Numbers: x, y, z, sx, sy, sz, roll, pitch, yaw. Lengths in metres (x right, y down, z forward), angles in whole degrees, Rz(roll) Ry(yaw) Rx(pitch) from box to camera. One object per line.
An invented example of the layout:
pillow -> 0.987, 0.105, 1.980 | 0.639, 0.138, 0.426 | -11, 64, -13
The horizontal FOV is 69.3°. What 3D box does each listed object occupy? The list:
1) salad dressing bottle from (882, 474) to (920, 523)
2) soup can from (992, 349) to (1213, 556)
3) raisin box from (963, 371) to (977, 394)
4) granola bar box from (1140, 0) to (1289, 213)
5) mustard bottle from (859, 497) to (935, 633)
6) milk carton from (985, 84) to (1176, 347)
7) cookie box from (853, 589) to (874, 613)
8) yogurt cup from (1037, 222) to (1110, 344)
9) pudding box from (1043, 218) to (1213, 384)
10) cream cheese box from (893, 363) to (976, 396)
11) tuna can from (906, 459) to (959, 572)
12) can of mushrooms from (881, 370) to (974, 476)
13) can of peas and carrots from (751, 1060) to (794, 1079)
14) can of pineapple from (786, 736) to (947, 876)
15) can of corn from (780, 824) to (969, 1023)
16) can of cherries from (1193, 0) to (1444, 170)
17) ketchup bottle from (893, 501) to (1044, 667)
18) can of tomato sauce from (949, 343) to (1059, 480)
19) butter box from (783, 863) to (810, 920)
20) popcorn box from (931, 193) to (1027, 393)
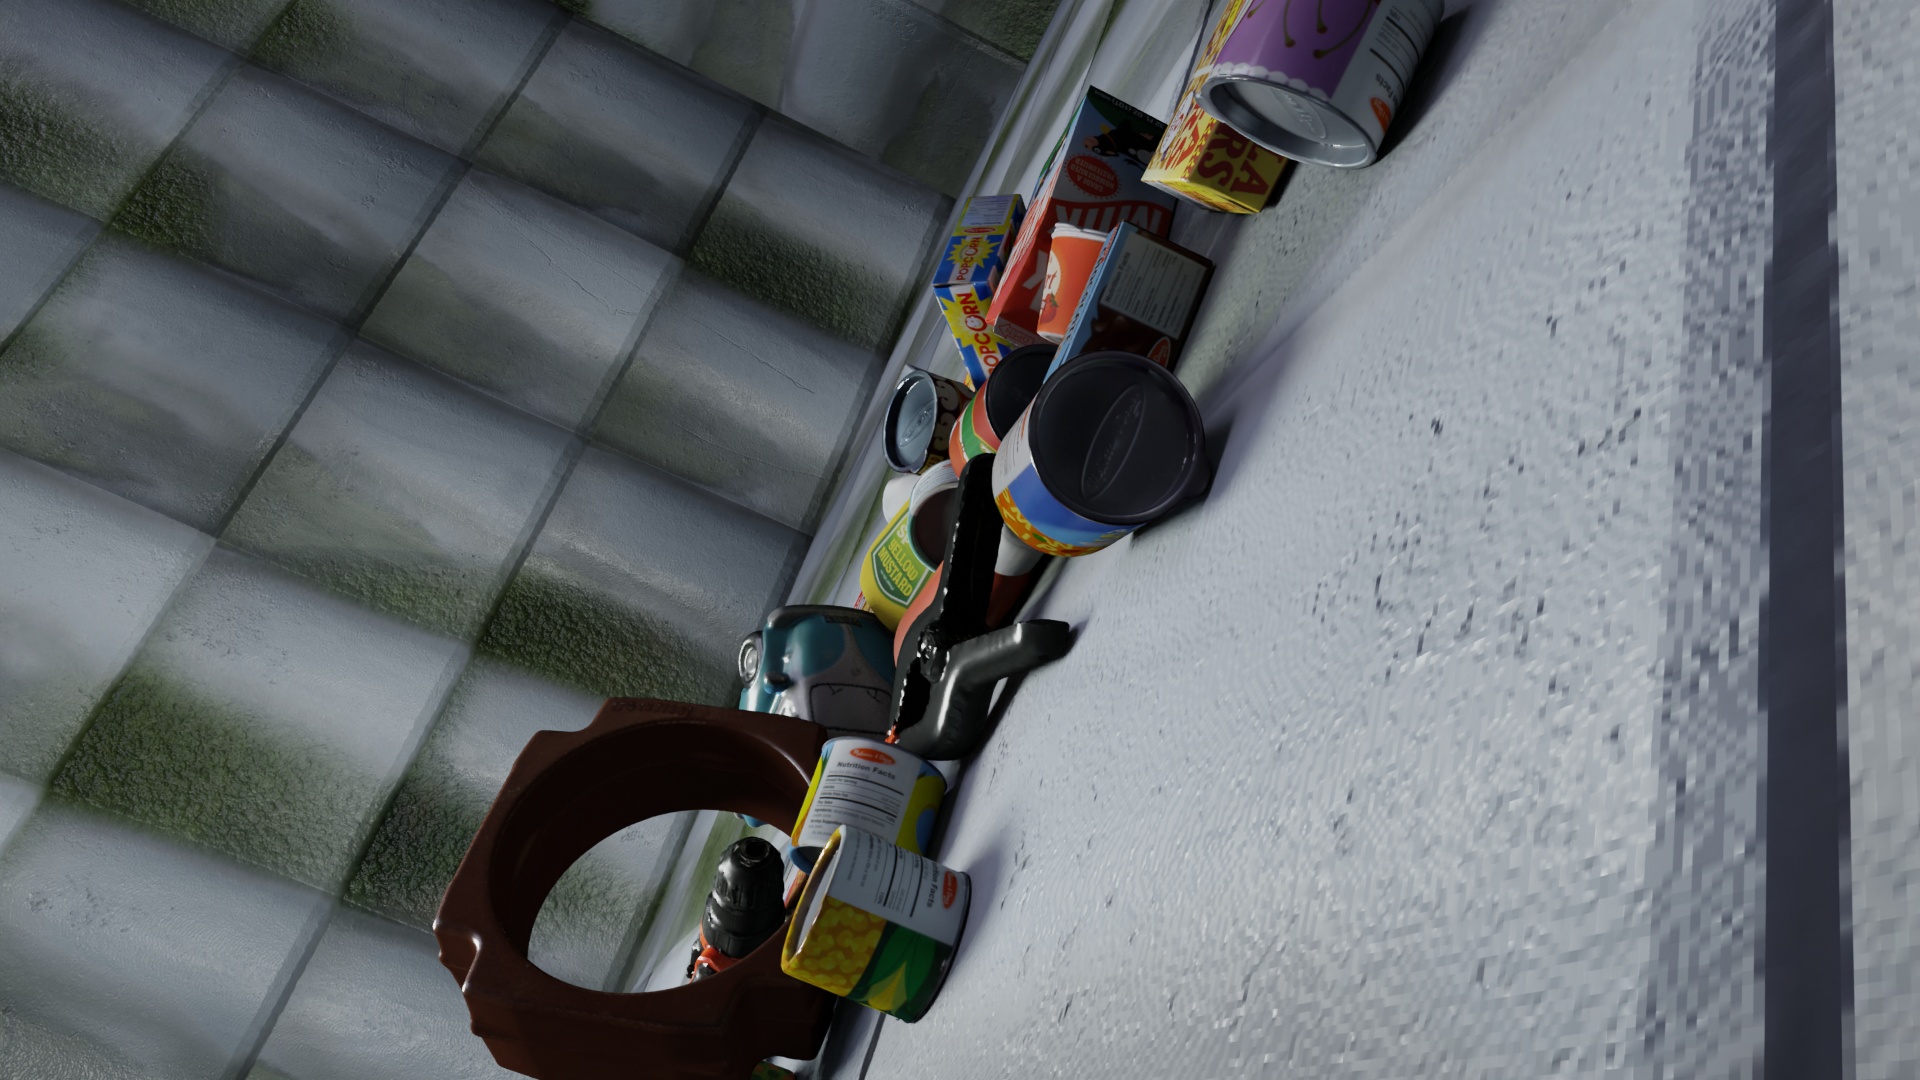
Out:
salad dressing bottle -> -0.013, -0.029, 0.980 | 0.147, 0.064, 0.044 | 176, 97, -72
soup can -> 0.053, -0.030, 0.545 | 0.083, 0.071, 0.071 | 131, 162, -77
raisin box -> 0.021, -0.102, 1.037 | 0.086, 0.040, 0.123 | 150, 142, -77
granola bar box -> 0.146, -0.231, 0.631 | 0.165, 0.039, 0.124 | -64, 8, 12
mustard bottle -> -0.008, -0.009, 0.868 | 0.049, 0.065, 0.159 | -12, -34, -45
milk carton -> 0.071, -0.167, 0.796 | 0.073, 0.072, 0.191 | -54, 14, 51
cookie box -> -0.054, 0.060, 1.045 | 0.122, 0.040, 0.168 | -64, 10, 12
yogurt cup -> 0.072, -0.123, 0.703 | 0.072, 0.072, 0.054 | -144, 70, -81
pudding box -> 0.078, -0.101, 0.647 | 0.030, 0.050, 0.084 | 149, 144, -78
cream cheese box -> -0.001, -0.085, 0.944 | 0.024, 0.053, 0.104 | -64, 35, 17
tuna can -> 0.003, -0.010, 0.812 | 0.033, 0.071, 0.070 | -85, 21, -63
can of mushrooms -> -0.019, -0.071, 0.885 | 0.071, 0.033, 0.071 | -23, 61, 52
can of peas and carrots -> -0.128, 0.308, 0.738 | 0.071, 0.059, 0.071 | -154, 88, -81
can of pineapple -> -0.046, 0.139, 0.687 | 0.070, 0.071, 0.058 | 127, 164, -57
can of corn -> -0.037, 0.163, 0.587 | 0.071, 0.058, 0.071 | -63, 9, 17
can of cherries -> 0.125, -0.173, 0.488 | 0.071, 0.071, 0.058 | -141, 76, -81
ketchup bottle -> 0.009, 0.022, 0.746 | 0.148, 0.043, 0.065 | 125, 166, -50
can of tomato sauce -> 0.034, -0.057, 0.740 | 0.083, 0.071, 0.071 | 136, 157, -70
butter box -> -0.093, 0.219, 0.894 | 0.103, 0.024, 0.053 | 134, 158, -67
popcorn box -> 0.029, -0.141, 0.872 | 0.126, 0.038, 0.085 | 64, -146, -44
